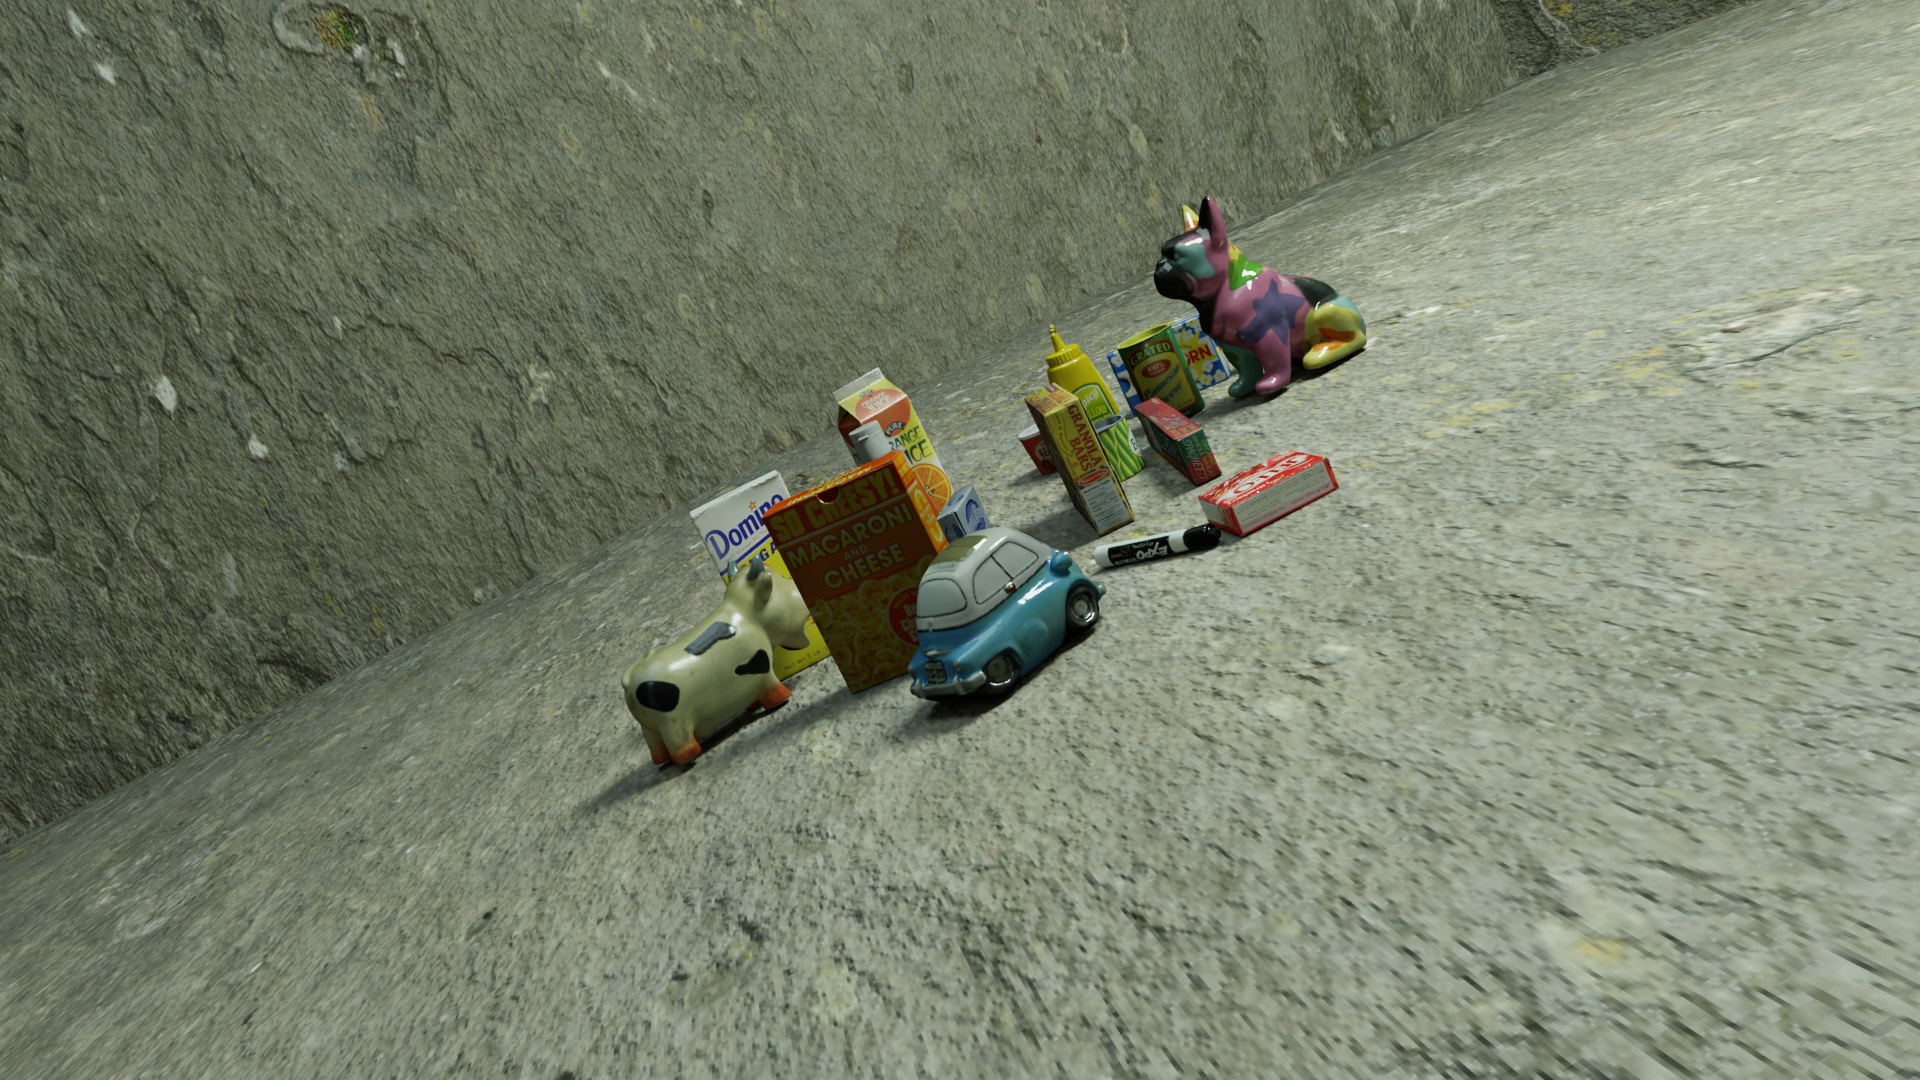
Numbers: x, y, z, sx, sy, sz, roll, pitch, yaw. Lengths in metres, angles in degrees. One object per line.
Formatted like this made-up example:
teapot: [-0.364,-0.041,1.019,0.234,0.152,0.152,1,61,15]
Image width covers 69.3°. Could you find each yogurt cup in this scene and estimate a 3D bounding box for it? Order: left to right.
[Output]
yogurt cup: [0.108,-0.113,1.630,0.072,0.054,0.072,-25,12,6]

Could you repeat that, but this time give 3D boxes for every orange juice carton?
orange juice carton: [-0.083,-0.107,1.668,0.072,0.192,0.073,-32,12,-25]

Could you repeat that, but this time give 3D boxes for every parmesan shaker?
parmesan shaker: [0.230,-0.187,1.571,0.071,0.103,0.071,-25,11,6]

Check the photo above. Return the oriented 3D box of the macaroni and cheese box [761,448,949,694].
macaroni and cheese box: [-0.068,0.026,1.125,0.123,0.166,0.040,-23,12,16]

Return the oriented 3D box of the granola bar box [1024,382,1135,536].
granola bar box: [0.110,-0.081,1.314,0.039,0.124,0.166,-26,12,2]

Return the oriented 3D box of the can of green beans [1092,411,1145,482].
can of green beans: [0.151,-0.091,1.435,0.071,0.057,0.071,-25,12,6]

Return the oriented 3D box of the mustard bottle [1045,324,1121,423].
mustard bottle: [0.132,-0.167,1.551,0.065,0.160,0.049,-27,11,-6]

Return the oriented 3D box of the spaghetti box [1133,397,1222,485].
spaghetti box: [0.211,-0.101,1.370,0.029,0.050,0.250,-26,12,4]

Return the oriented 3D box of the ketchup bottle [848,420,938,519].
ketchup bottle: [-0.077,-0.062,1.568,0.064,0.148,0.044,-24,12,13]

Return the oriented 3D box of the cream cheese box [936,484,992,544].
cream cheese box: [0.005,-0.018,1.439,0.024,0.053,0.104,-23,12,17]

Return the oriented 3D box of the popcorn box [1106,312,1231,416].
popcorn box: [0.253,-0.215,1.685,0.126,0.085,0.038,-22,12,22]
